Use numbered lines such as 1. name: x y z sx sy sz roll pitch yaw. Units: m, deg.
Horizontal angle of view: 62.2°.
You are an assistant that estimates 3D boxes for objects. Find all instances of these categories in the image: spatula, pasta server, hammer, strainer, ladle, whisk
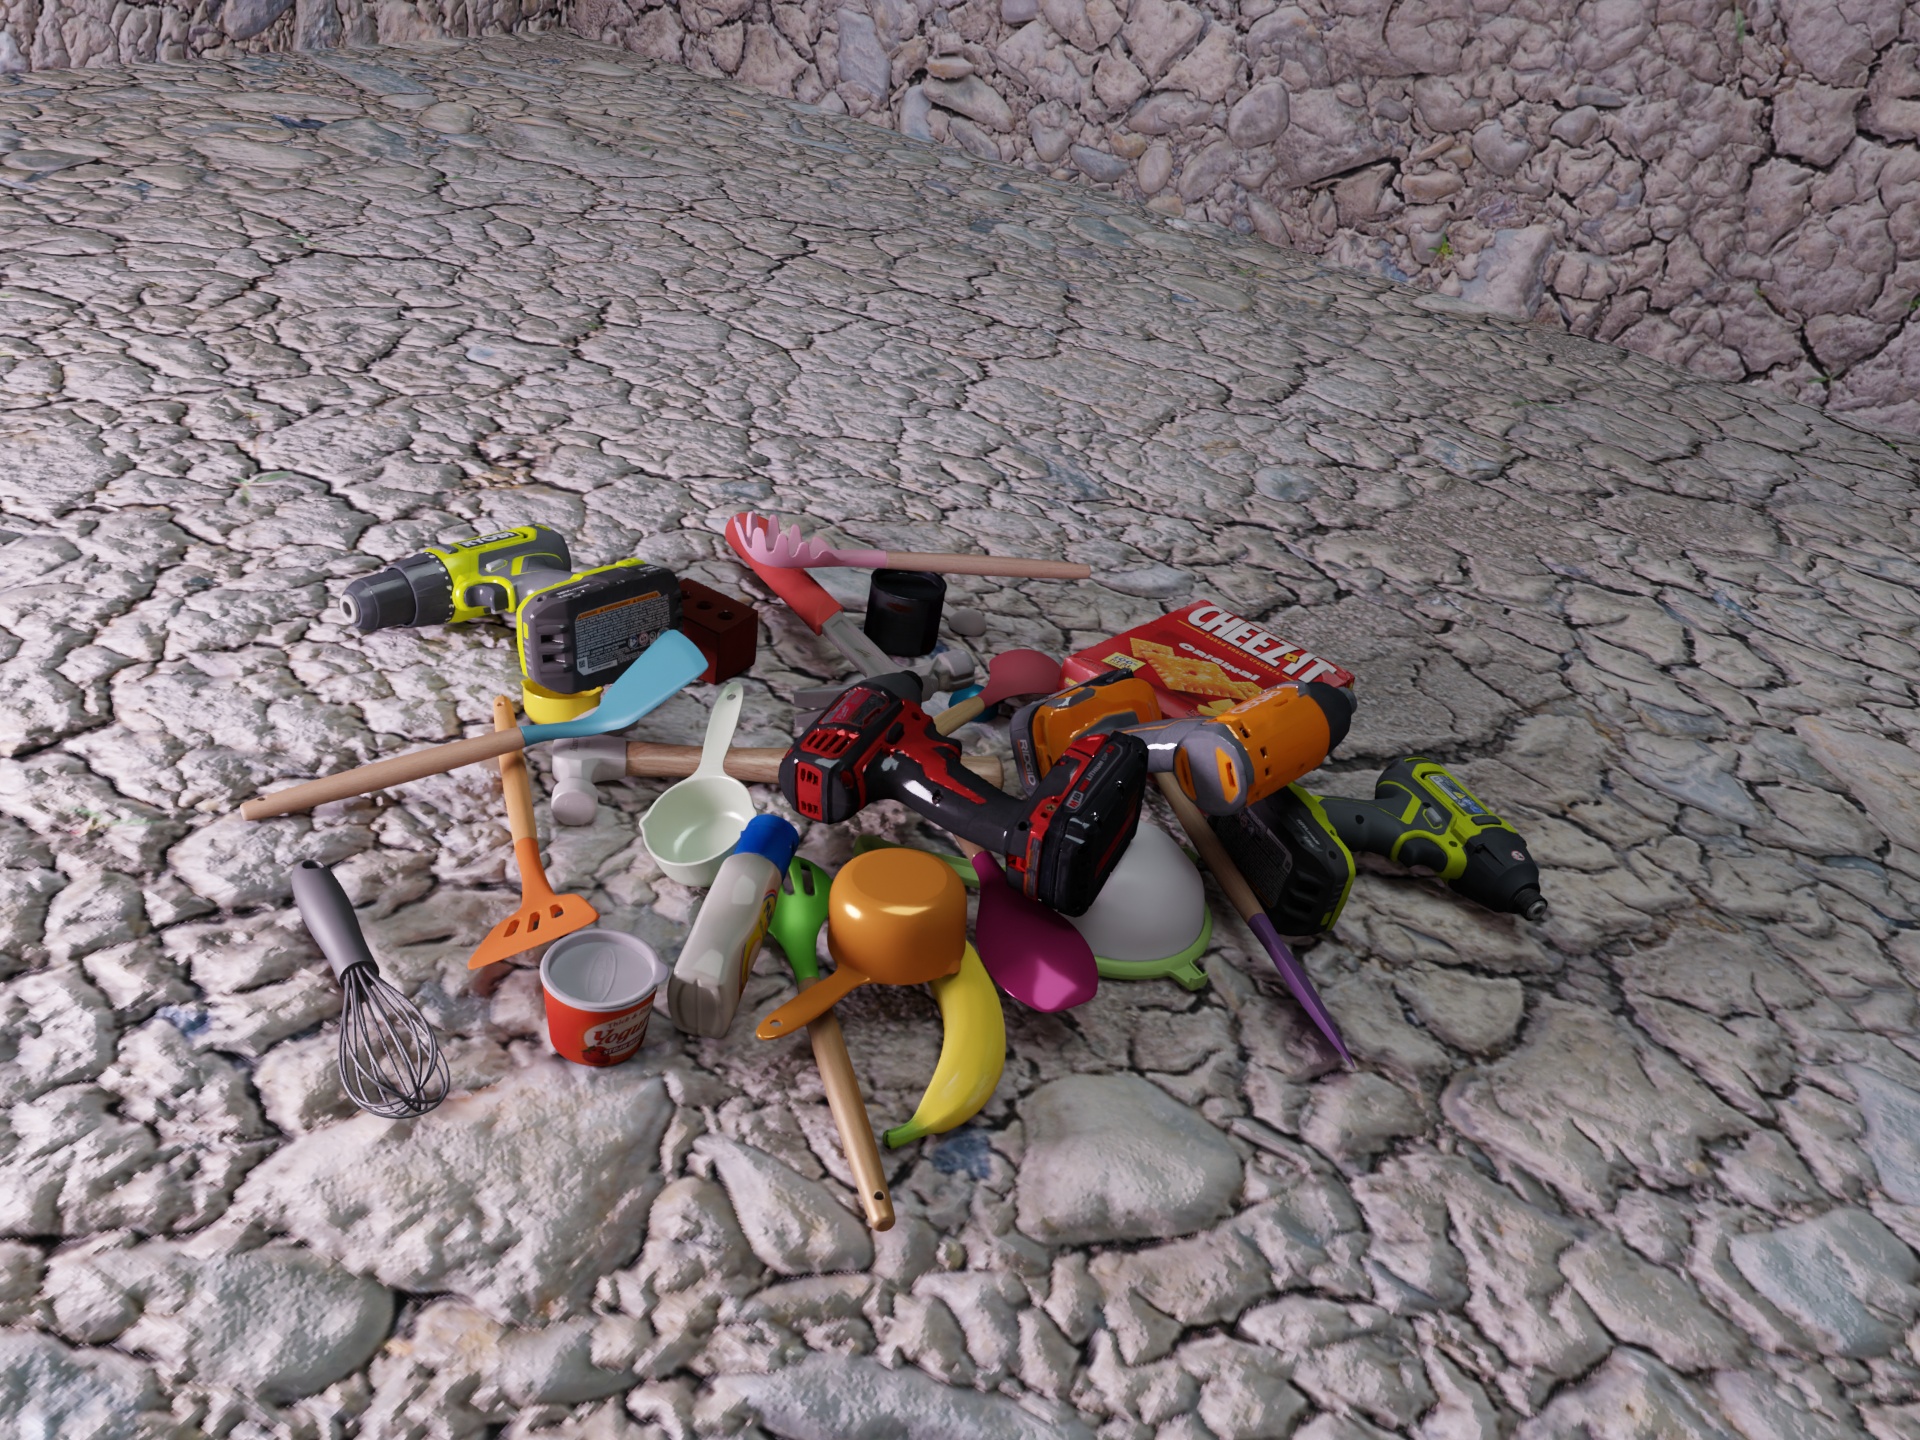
1. spatula: -0.329 0.008 1.093 0.317 0.044 0.082 -17 31 -22
2. pasta server: -0.037 -0.144 1.369 0.316 0.040 0.060 2 21 -15
3. hammer: -0.131 0.032 1.174 0.331 0.031 0.130 3 33 -14
4. strainer: 0.056 0.094 1.097 0.256 0.069 0.152 12 31 -2
5. spatula: -0.295 0.063 1.061 0.081 0.041 0.323 -21 37 -8
6. ladle: -0.002 -0.004 1.231 0.069 0.031 0.315 27 31 22
7. hammer: -0.133 -0.096 1.338 0.149 0.036 0.359 -13 32 -24
8. whisk: -0.348 0.147 0.910 0.055 0.055 0.239 -11 33 -32
9. spatula: 0.198 0.125 1.113 0.018 0.059 0.316 -33 38 5

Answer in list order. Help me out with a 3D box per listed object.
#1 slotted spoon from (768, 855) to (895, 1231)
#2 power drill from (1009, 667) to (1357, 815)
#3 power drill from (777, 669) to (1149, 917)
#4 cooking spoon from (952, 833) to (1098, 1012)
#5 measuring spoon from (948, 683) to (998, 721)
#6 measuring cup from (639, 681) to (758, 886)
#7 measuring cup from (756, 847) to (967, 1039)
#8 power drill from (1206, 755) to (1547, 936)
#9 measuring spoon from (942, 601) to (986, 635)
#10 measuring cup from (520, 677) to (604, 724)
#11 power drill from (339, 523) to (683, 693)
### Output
1. slotted spoon: -0.083 0.177 0.961 0.070 0.031 0.314 -5 36 -16
2. power drill: 0.164 0.010 1.140 0.164 0.084 0.226 -23 15 -38
3. power drill: 0.005 0.034 1.053 0.220 0.078 0.143 19 40 19
4. cooking spoon: 0.004 0.076 1.072 0.068 0.017 0.319 -14 43 -19
5. measuring spoon: 0.039 -0.033 1.341 0.042 0.021 0.128 30 38 27
6. measuring cup: -0.166 0.044 1.095 0.083 0.038 0.168 -5 46 12
7. measuring cup: -0.063 0.131 0.954 0.095 0.052 0.173 21 31 29
8. power drill: 0.311 0.094 1.178 0.223 0.080 0.171 -1 32 -26
9. measuring spoon: -0.021 -0.113 1.456 0.034 0.018 0.124 -17 41 -38
10. measuring cup: -0.299 -0.031 1.237 0.062 0.029 0.157 6 20 -3
11. power drill: -0.346 -0.091 1.235 0.229 0.080 0.190 19 28 37
